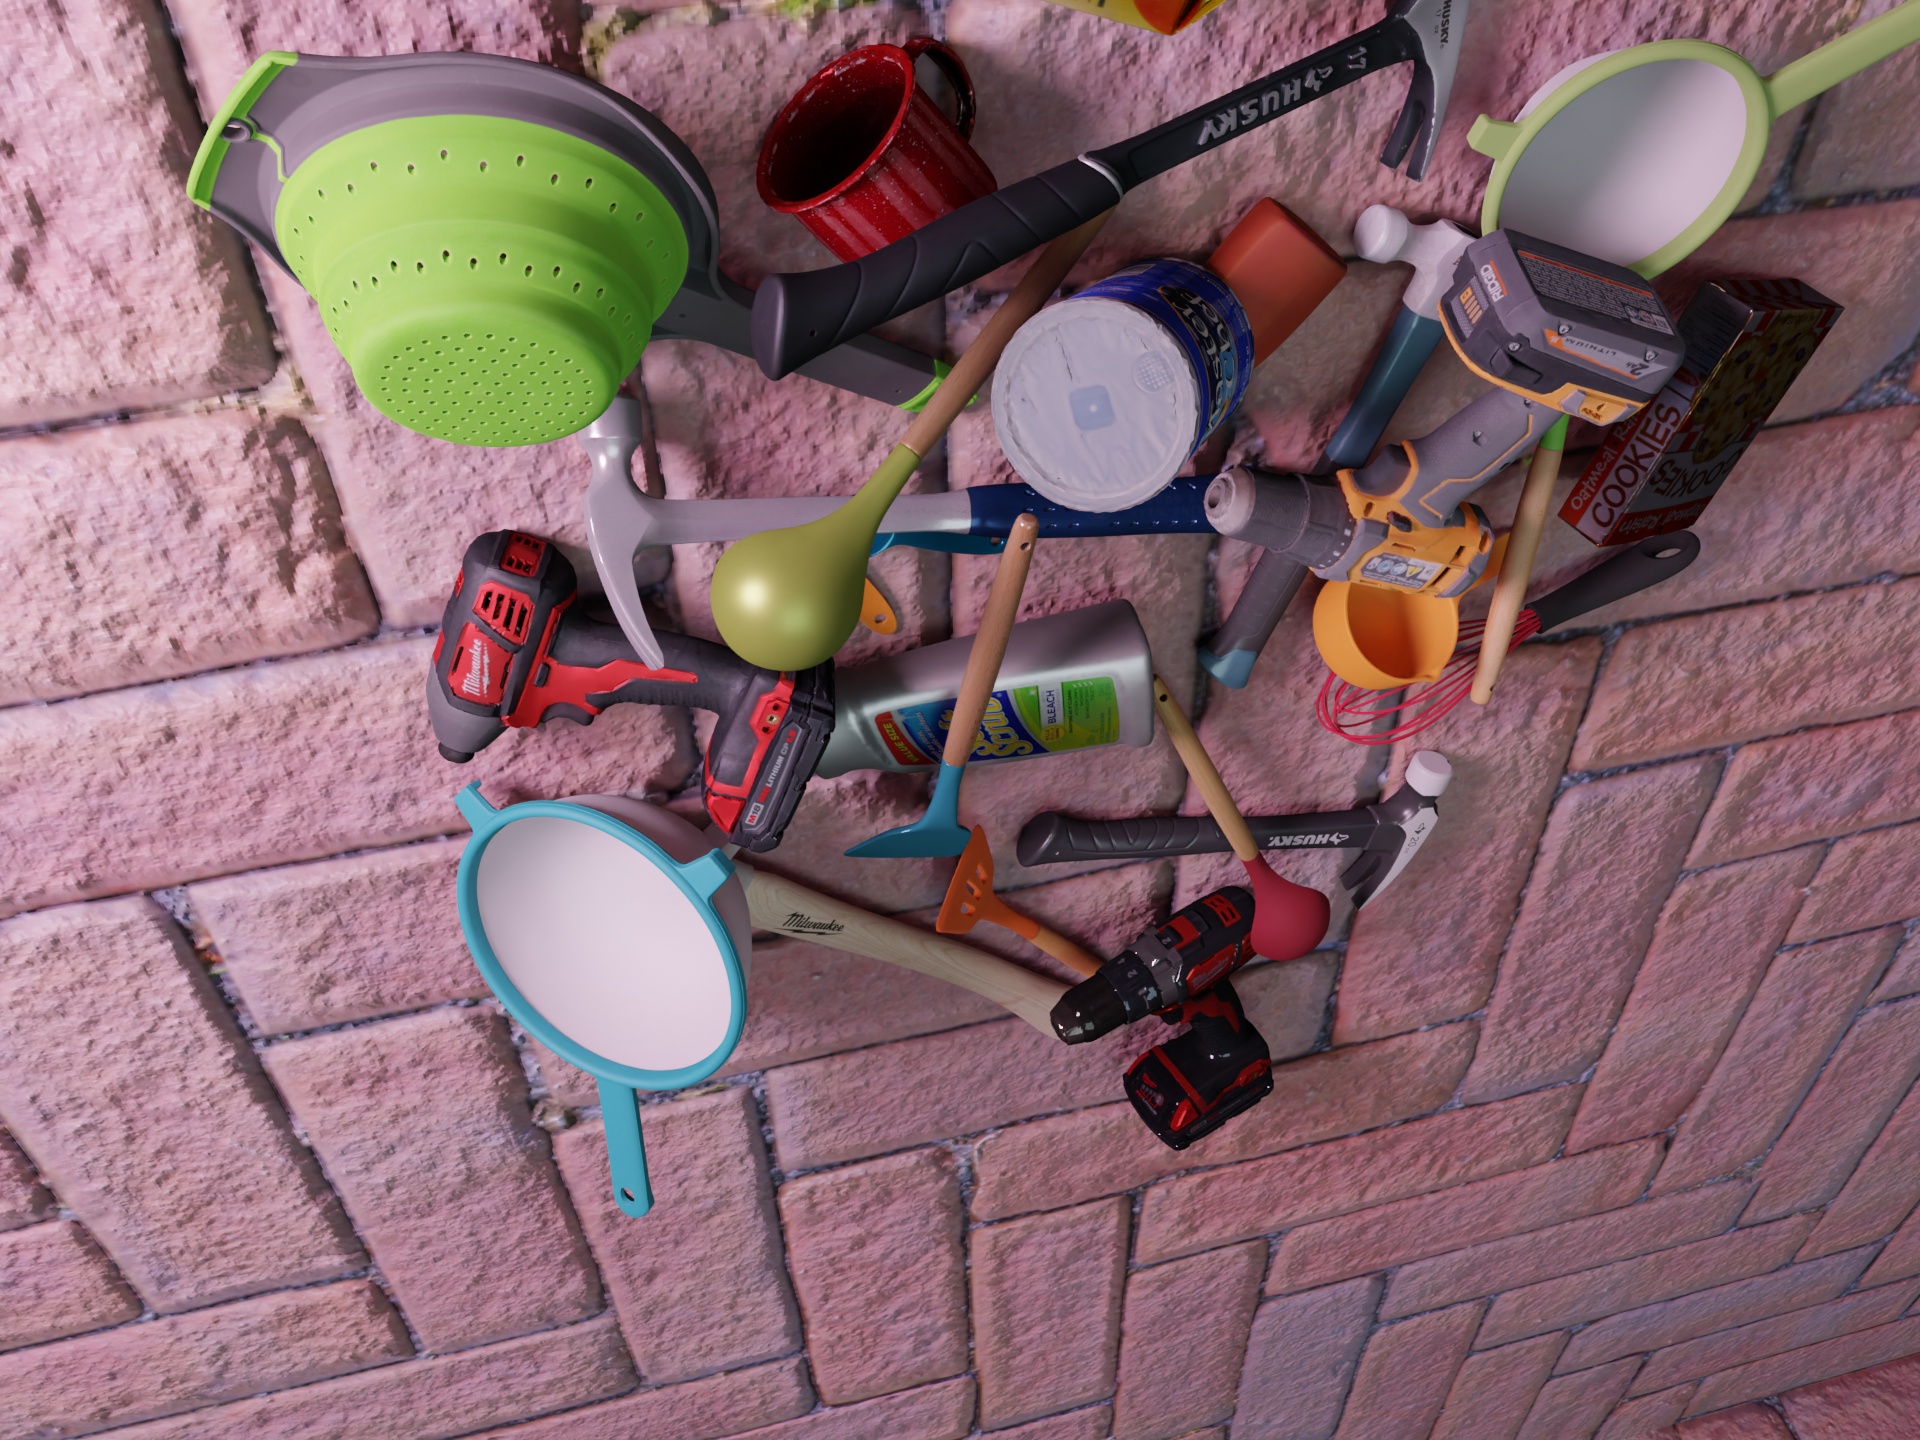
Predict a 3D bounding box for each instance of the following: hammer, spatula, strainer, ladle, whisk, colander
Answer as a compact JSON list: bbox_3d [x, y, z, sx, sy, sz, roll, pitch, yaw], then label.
[{"bbox_3d":[0.230,-0.151,0.985,0.128,0.033,0.330,6,129,-23],"label":"hammer"},{"bbox_3d":[0.075,0.173,1.227,0.322,0.041,0.081,36,70,-44],"label":"spatula"},{"bbox_3d":[0.388,-0.328,0.835,0.256,0.069,0.151,-26,140,16],"label":"strainer"},{"bbox_3d":[-0.032,0.165,1.189,0.410,0.038,0.146,26,118,-37],"label":"hammer"},{"bbox_3d":[0.082,-0.260,0.751,0.409,0.036,0.149,-30,140,-15],"label":"hammer"},{"bbox_3d":[0.200,0.078,1.150,0.069,0.031,0.315,-34,125,0],"label":"ladle"},{"bbox_3d":[-0.210,0.180,1.050,0.211,0.095,0.340,13,123,20],"label":"strainer"},{"bbox_3d":[-0.007,-0.112,0.901,0.405,0.035,0.144,-5,92,-22],"label":"hammer"},{"bbox_3d":[0.202,0.090,1.201,0.334,0.035,0.146,-1,131,-18],"label":"hammer"},{"bbox_3d":[0.383,-0.062,1.108,0.296,0.073,0.073,-26,135,-2],"label":"whisk"},{"bbox_3d":[-0.002,-0.003,0.958,0.082,0.044,0.317,1,135,-17],"label":"spatula"},{"bbox_3d":[-0.014,-0.159,0.819,0.078,0.062,0.320,39,85,-24],"label":"ladle"},{"bbox_3d":[-0.145,-0.173,0.748,0.396,0.095,0.204,11,155,-40],"label":"colander"}]

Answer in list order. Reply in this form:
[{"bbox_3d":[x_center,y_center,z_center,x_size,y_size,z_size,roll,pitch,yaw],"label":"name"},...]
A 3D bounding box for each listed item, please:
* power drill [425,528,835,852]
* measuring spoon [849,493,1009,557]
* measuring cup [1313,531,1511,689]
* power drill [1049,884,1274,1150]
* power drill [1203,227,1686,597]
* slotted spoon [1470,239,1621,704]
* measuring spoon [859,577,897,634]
[{"bbox_3d":[-0.192,-0.010,0.913,0.219,0.079,0.143,20,118,-16],"label":"power drill"},{"bbox_3d":[-0.022,-0.115,0.945,0.128,0.021,0.042,2,126,-33],"label":"measuring spoon"},{"bbox_3d":[0.309,-0.083,1.063,0.173,0.095,0.052,-30,-178,-24],"label":"measuring cup"},{"bbox_3d":[0.168,0.251,1.289,0.188,0.080,0.226,-28,135,-15],"label":"power drill"},{"bbox_3d":[0.261,-0.161,0.893,0.185,0.084,0.226,8,142,-23],"label":"power drill"},{"bbox_3d":[0.362,-0.148,0.999,0.070,0.031,0.313,-17,127,-33],"label":"slotted spoon"},{"bbox_3d":[-0.069,-0.088,0.957,0.021,0.011,0.116,-29,138,9],"label":"measuring spoon"}]
